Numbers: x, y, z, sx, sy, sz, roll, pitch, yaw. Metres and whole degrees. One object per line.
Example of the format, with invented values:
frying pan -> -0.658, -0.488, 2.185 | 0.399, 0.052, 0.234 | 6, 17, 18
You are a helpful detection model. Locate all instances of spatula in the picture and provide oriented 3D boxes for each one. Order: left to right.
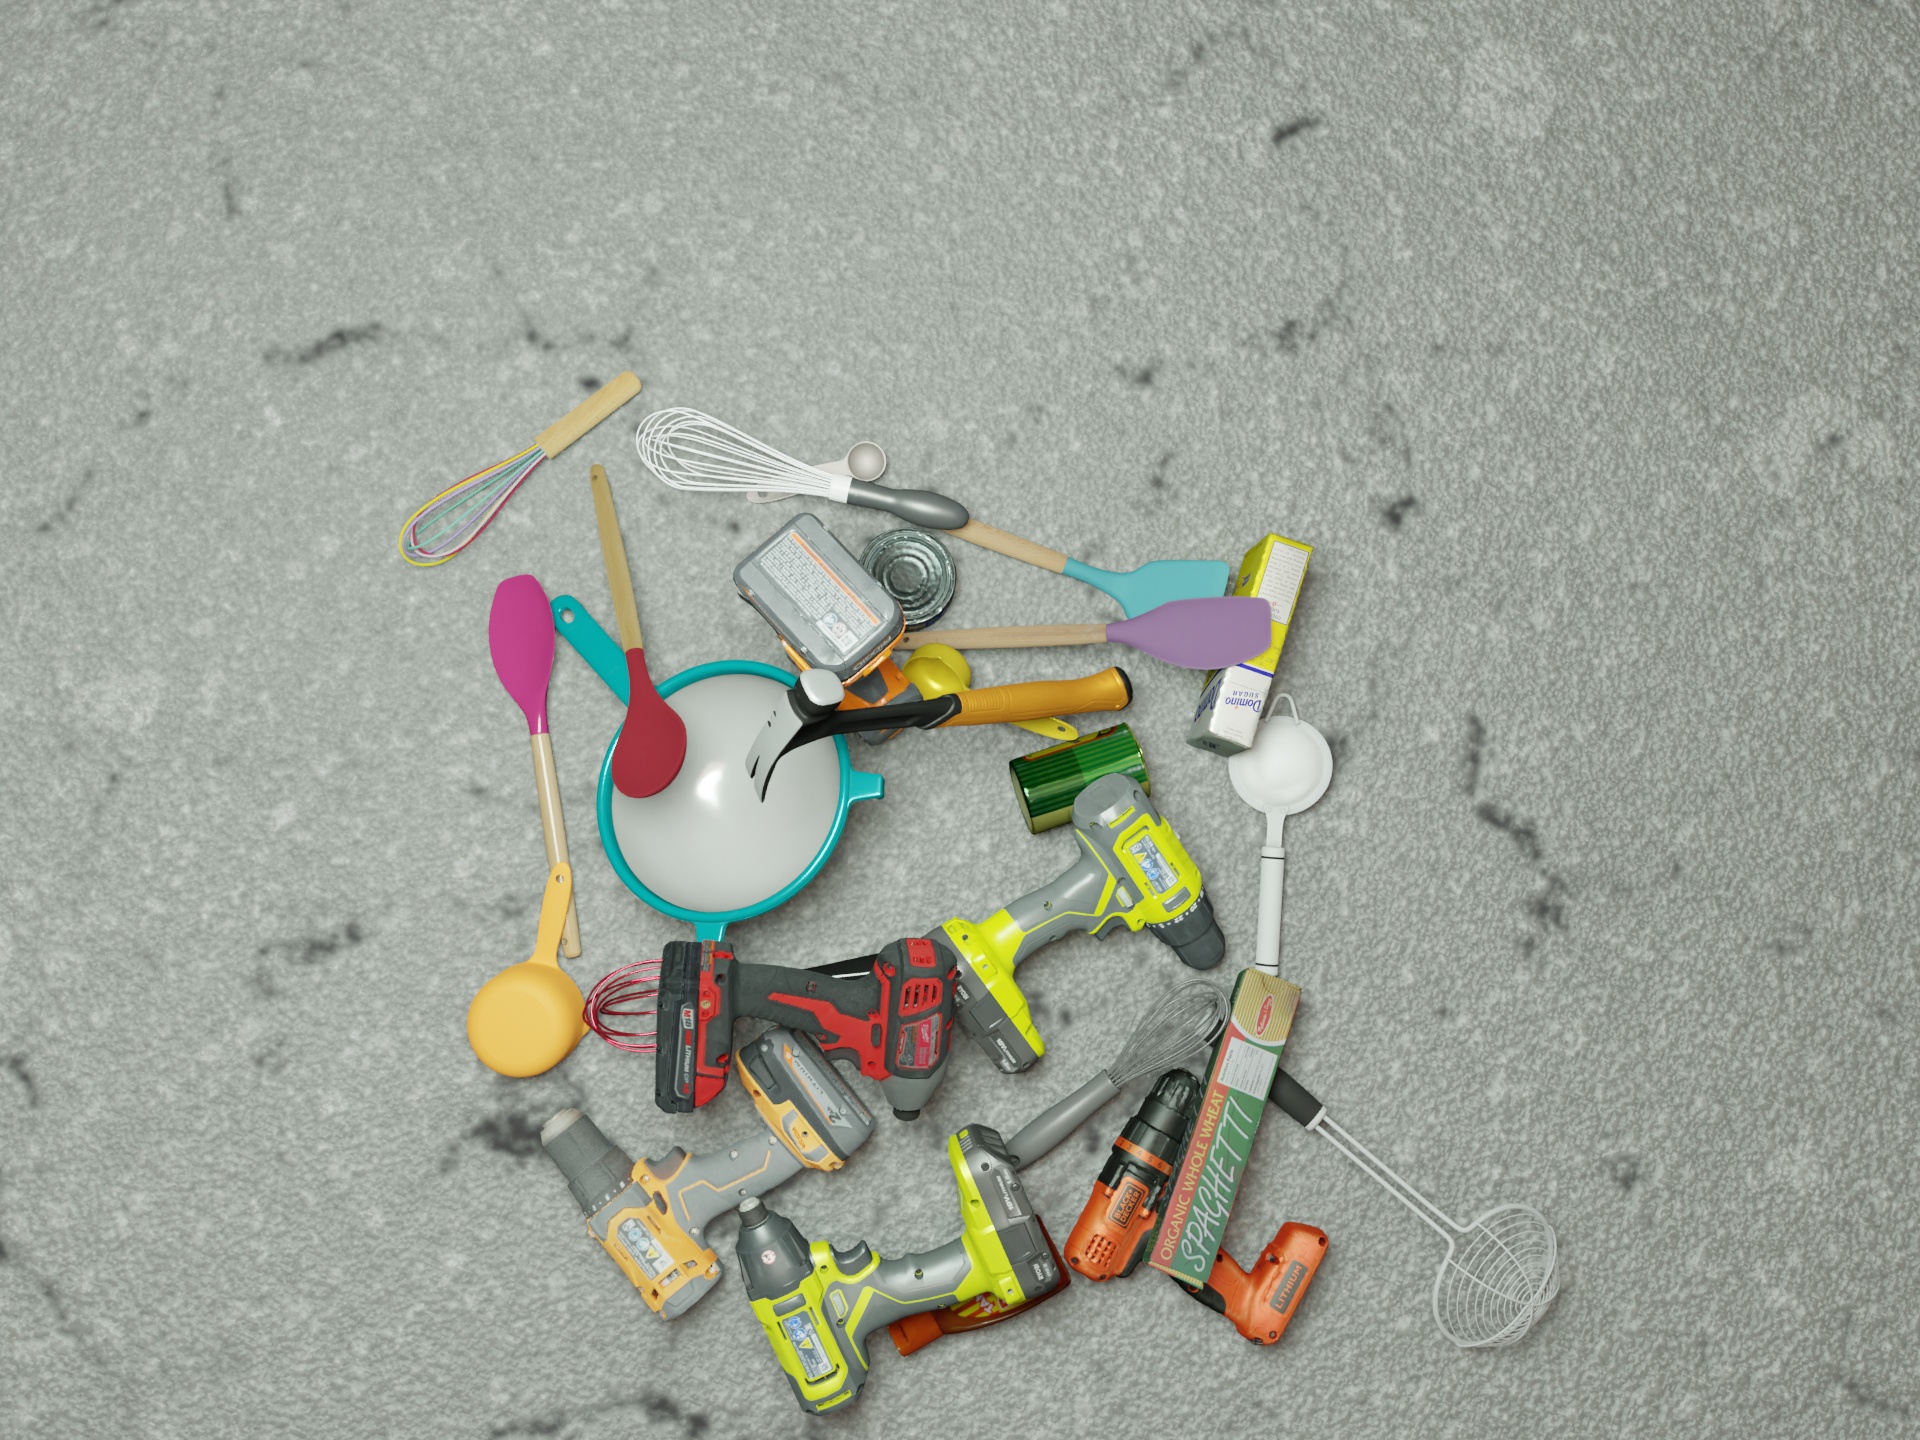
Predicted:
spatula -> 0.066, -0.144, 1.349 | 0.317, 0.044, 0.082 | 20, 86, -1
spatula -> 0.095, -0.069, 1.308 | 0.316, 0.018, 0.060 | -1, 81, 14

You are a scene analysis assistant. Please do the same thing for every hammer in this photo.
hammer -> -0.002, -0.004, 1.219 | 0.336, 0.127, 0.034 | -7, 60, -37

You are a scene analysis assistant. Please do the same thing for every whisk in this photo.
whisk -> -0.367, -0.212, 1.333 | 0.245, 0.051, 0.047 | -40, 109, -11
whisk -> -0.157, 0.218, 1.292 | 0.295, 0.073, 0.073 | -7, 85, -10
whisk -> -0.132, -0.200, 1.326 | 0.284, 0.070, 0.070 | 14, 84, -2
whisk -> 0.121, 0.292, 1.295 | 0.239, 0.055, 0.055 | -40, 88, 6

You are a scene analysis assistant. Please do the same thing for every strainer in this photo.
strainer -> -0.219, 0.022, 1.300 | 0.211, 0.095, 0.341 | -45, 68, -1
strainer -> 0.266, 0.104, 1.340 | 0.087, 0.050, 0.258 | 3, 87, 12

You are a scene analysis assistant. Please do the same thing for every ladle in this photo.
ladle -> -0.269, -0.077, 1.281 | 0.069, 0.031, 0.316 | -23, 64, 14

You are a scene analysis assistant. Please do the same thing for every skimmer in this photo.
skimmer -> 0.339, 0.372, 1.323 | 0.363, 0.090, 0.127 | 40, 83, 11

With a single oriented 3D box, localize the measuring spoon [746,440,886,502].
measuring spoon -> -0.123, -0.208, 1.360 | 0.124, 0.018, 0.034 | -16, 89, 2

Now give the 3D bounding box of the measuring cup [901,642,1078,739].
measuring cup -> 0.027, -0.021, 1.322 | 0.156, 0.062, 0.029 | 21, 45, 7

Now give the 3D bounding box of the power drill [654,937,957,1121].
power drill -> -0.115, 0.234, 1.190 | 0.219, 0.079, 0.143 | 2, 109, -8

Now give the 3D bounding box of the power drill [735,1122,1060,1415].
power drill -> -0.052, 0.409, 1.218 | 0.223, 0.080, 0.171 | -23, 99, -5

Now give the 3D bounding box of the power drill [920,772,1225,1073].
power drill -> 0.096, 0.177, 1.287 | 0.228, 0.080, 0.190 | -37, 114, -5

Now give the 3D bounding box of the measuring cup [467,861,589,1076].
measuring cup -> -0.340, 0.200, 1.270 | 0.095, 0.052, 0.173 | 12, 93, 1

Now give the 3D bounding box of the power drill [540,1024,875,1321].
power drill -> -0.205, 0.336, 1.268 | 0.226, 0.084, 0.185 | -40, 86, -2

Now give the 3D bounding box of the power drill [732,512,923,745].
power drill -> -0.108, -0.075, 1.238 | 0.084, 0.226, 0.164 | -42, 77, -8

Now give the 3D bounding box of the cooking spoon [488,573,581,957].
cooking spoon -> -0.344, 0.037, 1.313 | 0.069, 0.017, 0.319 | -11, 86, 24
